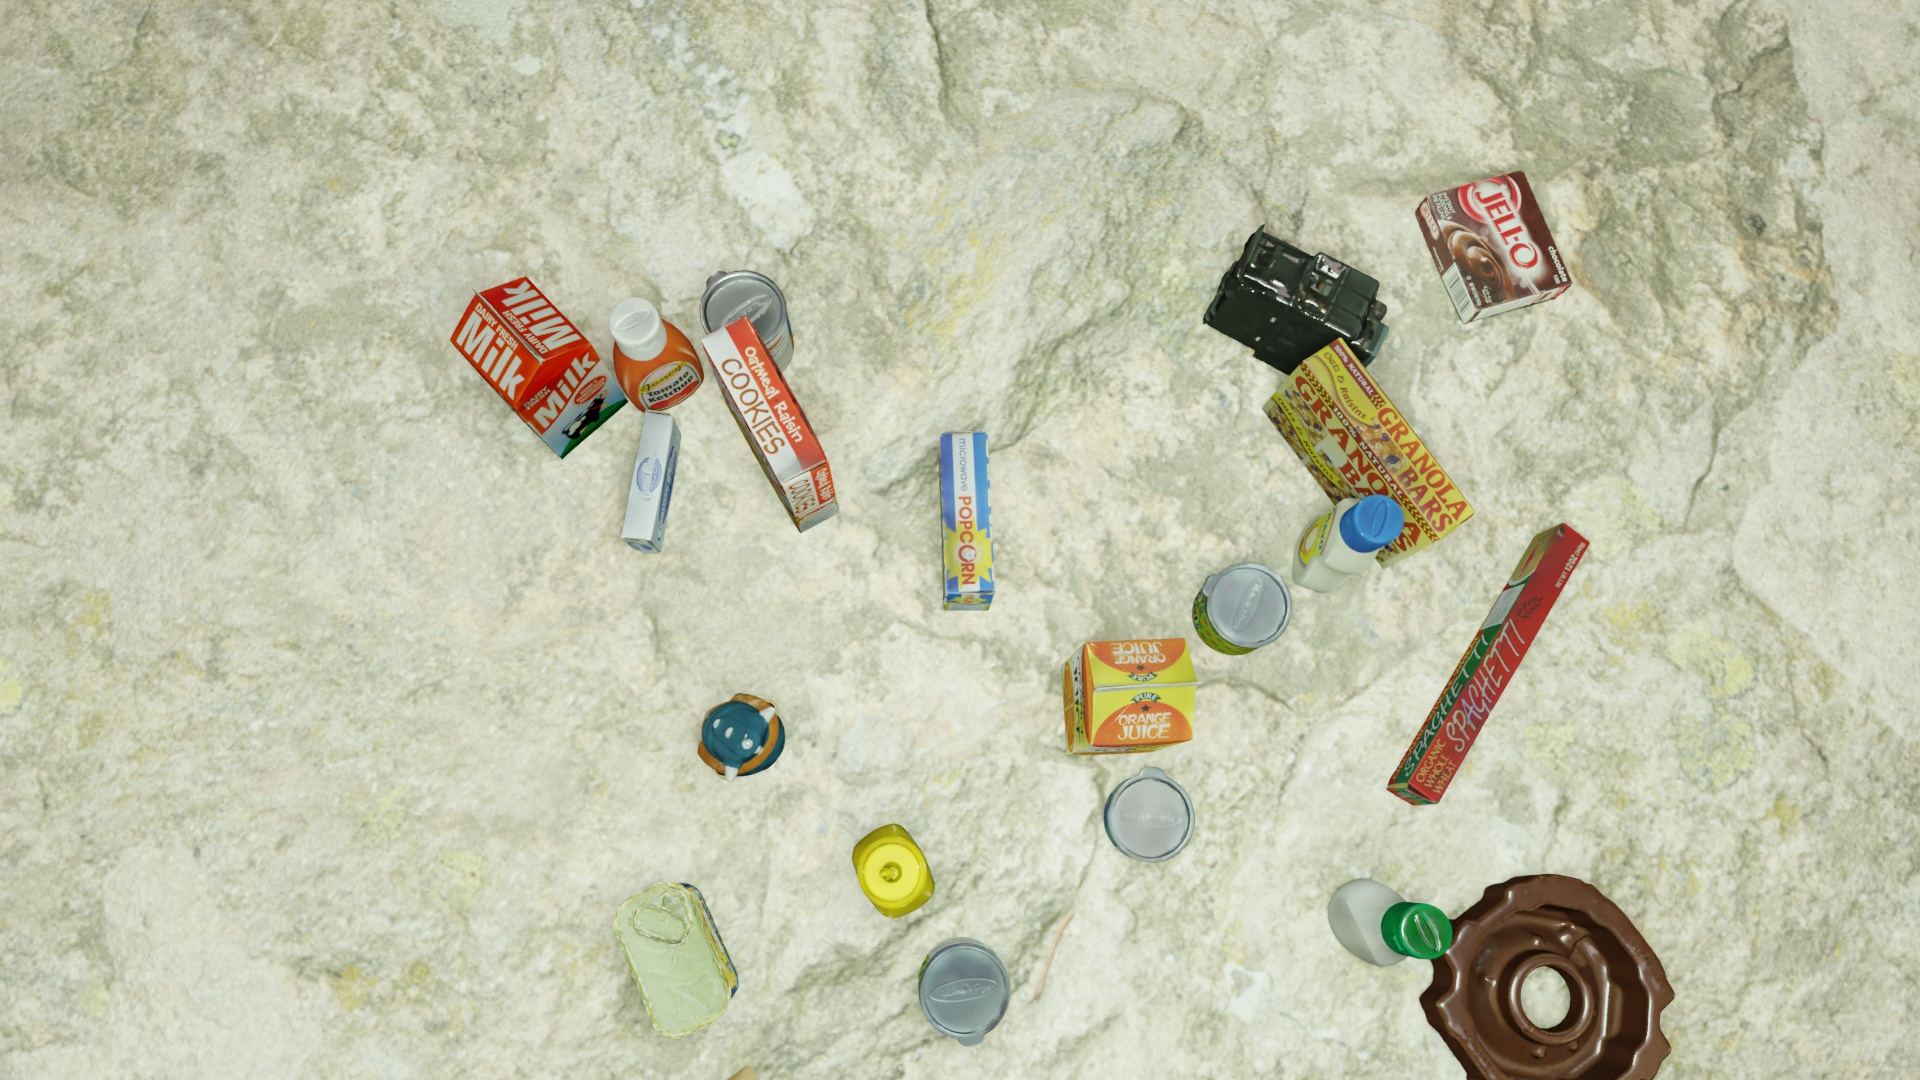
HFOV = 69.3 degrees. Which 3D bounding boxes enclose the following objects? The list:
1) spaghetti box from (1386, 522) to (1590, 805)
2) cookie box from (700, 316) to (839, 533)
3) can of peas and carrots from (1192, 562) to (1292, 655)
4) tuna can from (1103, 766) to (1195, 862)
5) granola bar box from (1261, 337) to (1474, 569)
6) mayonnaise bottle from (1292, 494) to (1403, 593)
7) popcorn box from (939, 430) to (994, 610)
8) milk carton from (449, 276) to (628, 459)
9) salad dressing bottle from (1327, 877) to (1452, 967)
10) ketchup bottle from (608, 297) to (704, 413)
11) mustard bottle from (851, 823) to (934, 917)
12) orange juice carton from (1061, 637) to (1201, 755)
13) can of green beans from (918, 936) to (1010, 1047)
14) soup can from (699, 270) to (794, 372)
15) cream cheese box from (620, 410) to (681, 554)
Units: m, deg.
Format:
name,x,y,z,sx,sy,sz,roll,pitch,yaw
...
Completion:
name,x,y,z,sx,sy,sz,roll,pitch,yaw
spaghetti box,0.412,0.098,1.087,0.029,0.050,0.250,34,78,5
cookie box,-0.139,-0.082,1.040,0.040,0.167,0.123,-29,81,-8
can of peas and carrots,0.216,0.053,1.083,0.071,0.058,0.071,1,78,-2
tuna can,0.143,0.209,1.059,0.071,0.032,0.071,1,78,-2
granola bar box,0.313,-0.065,1.080,0.039,0.124,0.165,-34,81,-8
mayonnaise bottle,0.293,-0.002,1.053,0.041,0.147,0.065,19,78,1
popcorn box,0.004,-0.013,1.074,0.038,0.085,0.127,-2,78,-3
milk carton,-0.313,-0.130,1.031,0.073,0.190,0.072,-44,83,-10
salad dressing bottle,0.306,0.275,0.994,0.044,0.147,0.064,-24,80,-7
ketchup bottle,-0.236,-0.142,1.059,0.065,0.148,0.043,-31,81,-8
mustard bottle,-0.047,0.234,0.980,0.049,0.160,0.065,-30,81,-8
orange juice carton,0.119,0.113,0.997,0.072,0.192,0.073,-2,78,-3
can of green beans,0.002,0.326,1.015,0.071,0.057,0.071,1,78,-2
soup can,-0.169,-0.170,1.101,0.071,0.083,0.071,1,78,-2
cream cheese box,-0.240,-0.045,1.086,0.024,0.053,0.104,8,78,-1
